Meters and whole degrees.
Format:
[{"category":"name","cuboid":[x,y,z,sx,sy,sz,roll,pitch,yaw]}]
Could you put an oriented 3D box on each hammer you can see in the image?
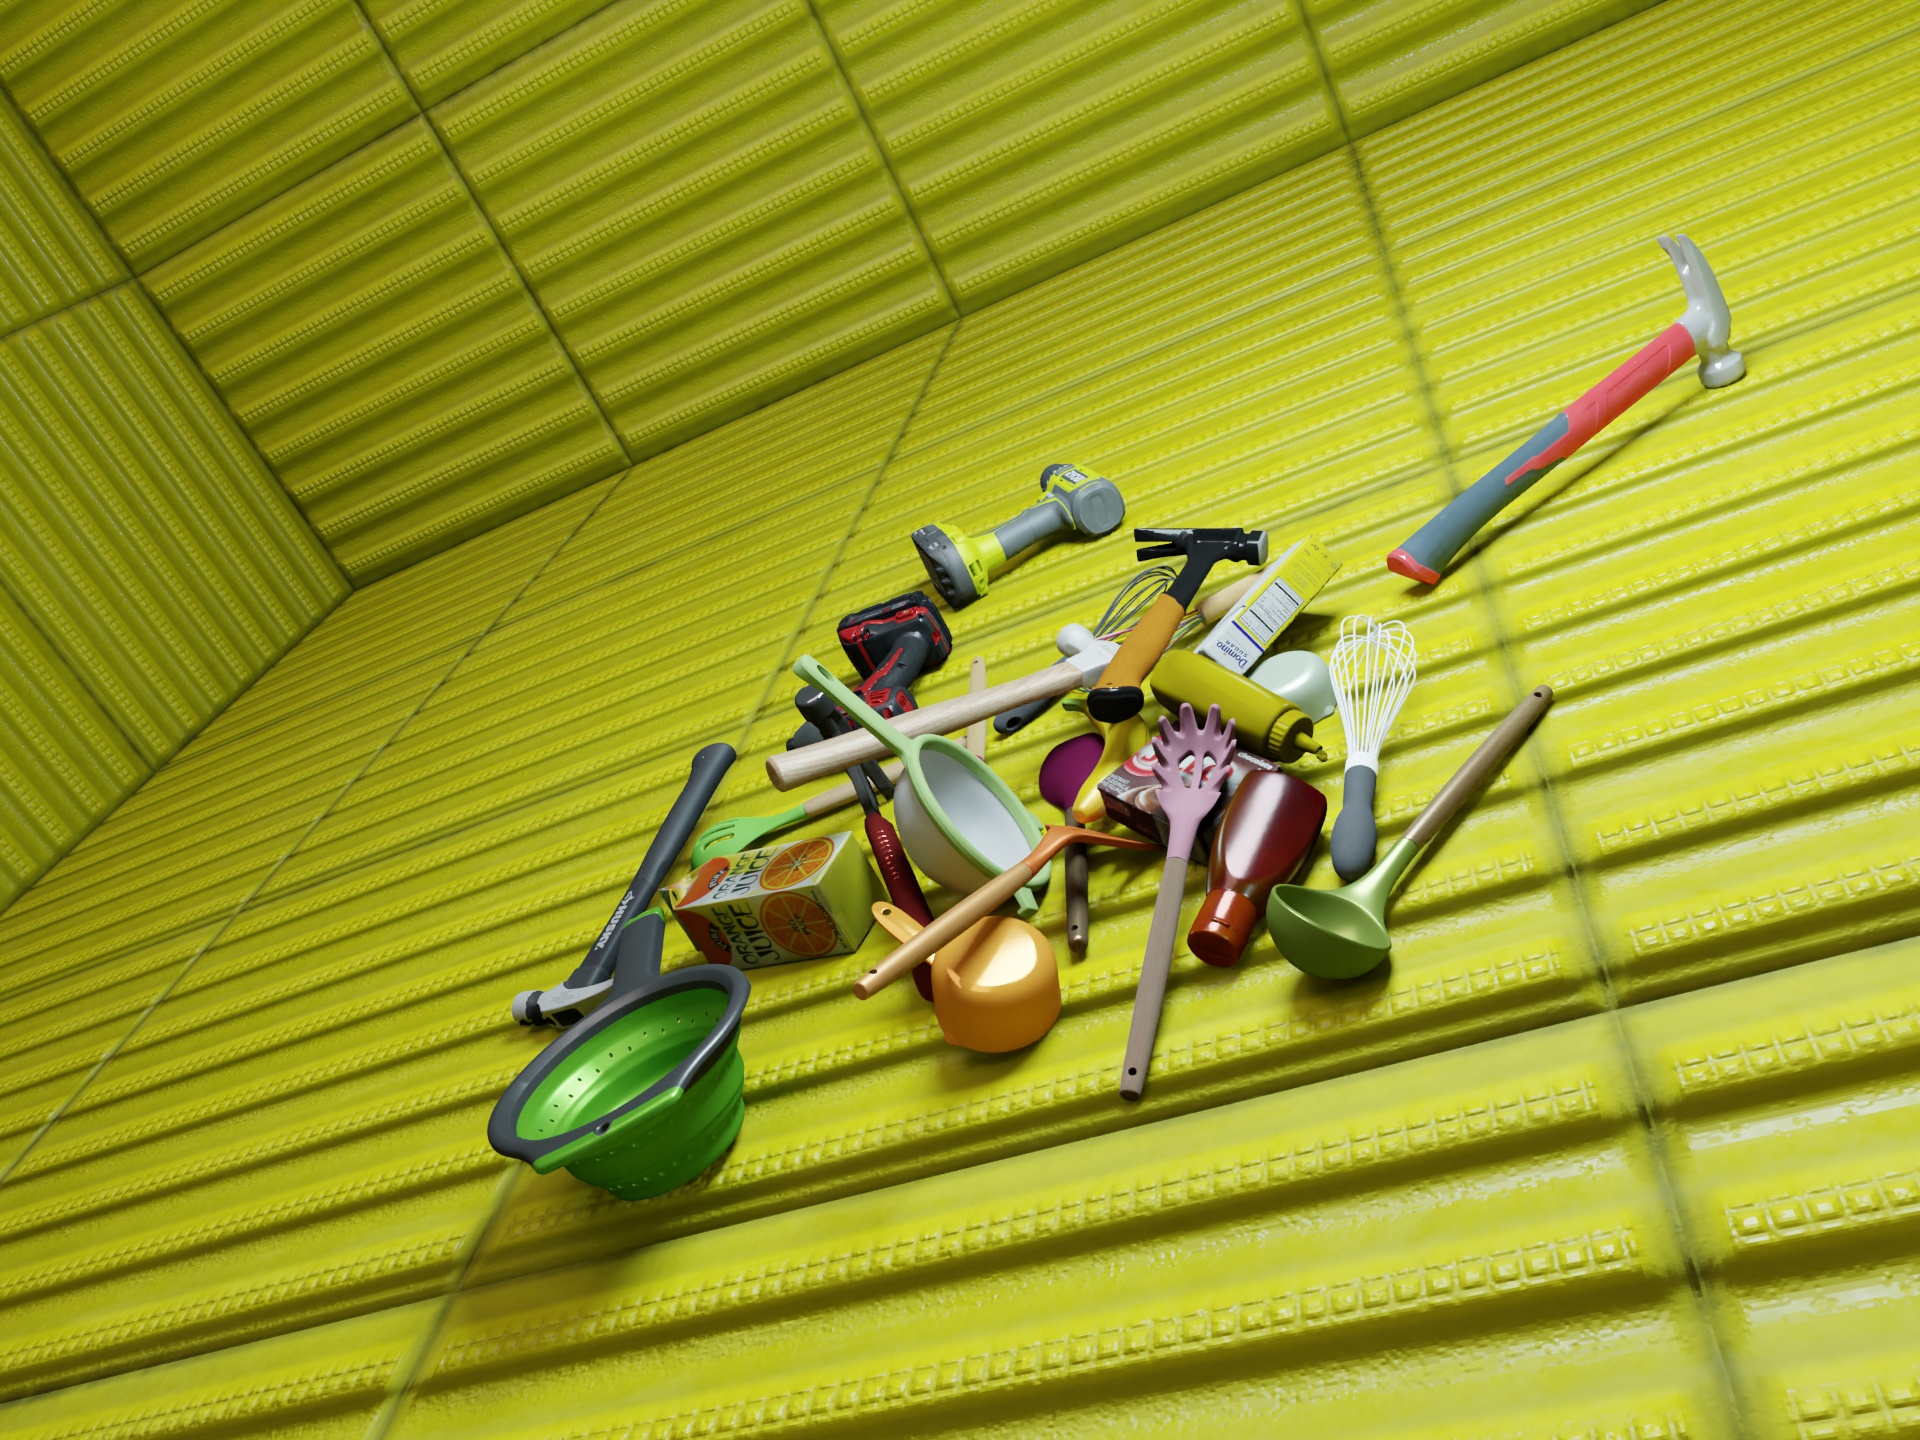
[{"category":"hammer","cuboid":[0.509,-0.255,1.361,0.386,0.143,0.038,-38,22,-10]},{"category":"hammer","cuboid":[-0.285,0.143,1.479,0.146,0.035,0.335,-12,37,33]},{"category":"hammer","cuboid":[-0.056,0.108,1.294,0.036,0.149,0.359,-31,35,1]},{"category":"hammer","cuboid":[-0.002,-0.004,1.317,0.331,0.031,0.130,-19,30,-22]},{"category":"hammer","cuboid":[0.168,-0.090,1.369,0.127,0.034,0.337,4,30,23]}]

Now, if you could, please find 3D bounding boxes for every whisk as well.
[{"category":"whisk","cuboid":[0.291,0.016,1.142,0.070,0.070,0.285,-15,32,28]},{"category":"whisk","cuboid":[0.202,-0.088,1.459,0.245,0.047,0.051,-28,22,-8]},{"category":"whisk","cuboid":[0.122,-0.064,1.500,0.239,0.055,0.055,-40,25,-13]}]

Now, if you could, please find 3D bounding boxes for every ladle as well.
[{"category":"ladle","cuboid":[0.012,0.023,1.434,0.069,0.031,0.316,-18,29,13]},{"category":"ladle","cuboid":[0.306,0.058,1.033,0.078,0.062,0.320,31,54,30]}]

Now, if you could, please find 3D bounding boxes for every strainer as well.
[{"category":"strainer","cuboid":[-0.043,0.054,1.214,0.069,0.256,0.152,-44,13,20]}]

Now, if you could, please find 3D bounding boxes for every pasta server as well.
[{"category":"pasta server","cuboid":[0.140,0.112,1.064,0.060,0.040,0.316,2,45,18]}]

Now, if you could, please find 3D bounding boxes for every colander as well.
[{"category":"colander","cuboid":[-0.230,0.248,1.200,0.204,0.094,0.397,-28,16,0]}]

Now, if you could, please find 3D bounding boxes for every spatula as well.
[{"category":"spatula","cuboid":[0.031,0.122,1.088,0.081,0.041,0.322,10,24,34]}]

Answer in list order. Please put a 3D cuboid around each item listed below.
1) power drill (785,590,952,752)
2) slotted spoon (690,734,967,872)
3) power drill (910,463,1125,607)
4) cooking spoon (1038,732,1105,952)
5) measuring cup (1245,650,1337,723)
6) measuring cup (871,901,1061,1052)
[{"category":"power drill","cuboid":[-0.094,-0.035,1.639,0.143,0.078,0.220,-18,29,24]},{"category":"slotted spoon","cuboid":[-0.123,0.074,1.508,0.314,0.031,0.070,-22,27,10]},{"category":"power drill","cuboid":[0.064,-0.229,1.854,0.228,0.080,0.191,-27,24,-4]},{"category":"cooking spoon","cuboid":[0.091,0.086,1.256,0.069,0.017,0.319,-22,24,13]},{"category":"measuring cup","cuboid":[0.227,0.001,1.252,0.167,0.038,0.083,-38,25,-23]},{"category":"measuring cup","cuboid":[-0.005,0.156,1.099,0.095,0.052,0.174,-34,48,-29]}]
